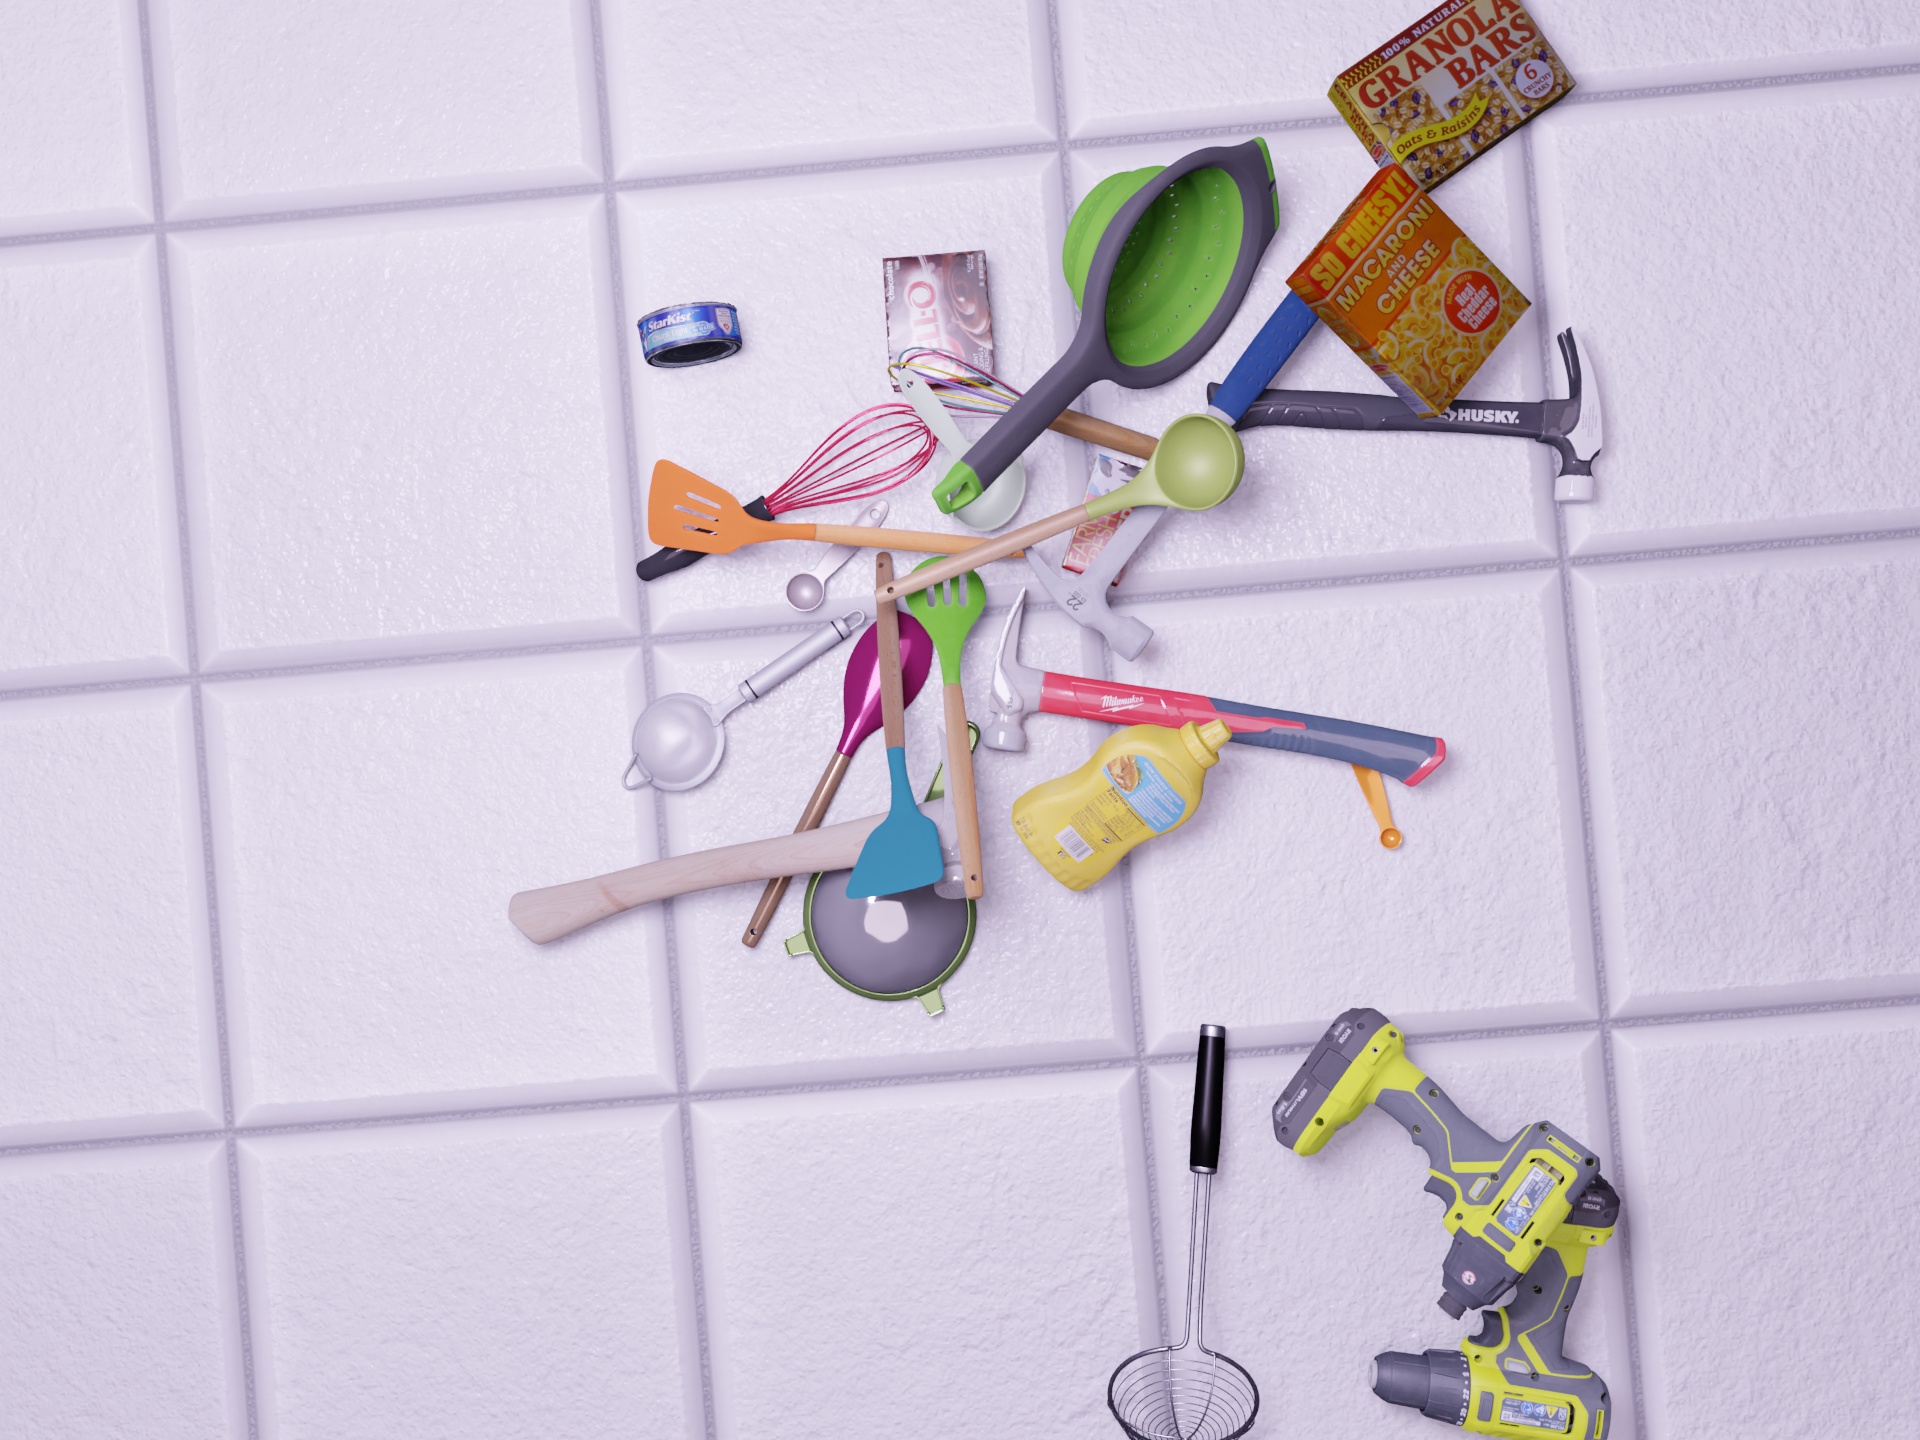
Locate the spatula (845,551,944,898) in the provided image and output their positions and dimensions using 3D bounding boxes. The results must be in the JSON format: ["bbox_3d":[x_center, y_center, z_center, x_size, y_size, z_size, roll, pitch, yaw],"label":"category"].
[{"bbox_3d":[-0.057,-0.004,1.309,0.082,0.044,0.318,-13,65,17],"label":"spatula"}]

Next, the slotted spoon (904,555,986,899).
[{"bbox_3d":[-0.002,-0.004,1.307,0.070,0.031,0.314,-3,66,-7],"label":"slotted spoon"}]

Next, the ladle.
[{"bbox_3d":[0.077,-0.162,1.288,0.320,0.062,0.078,-22,82,4],"label":"ladle"}]

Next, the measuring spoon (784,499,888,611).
[{"bbox_3d":[-0.105,-0.144,1.384,0.034,0.018,0.124,41,84,3],"label":"measuring spoon"}]

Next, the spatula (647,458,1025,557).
[{"bbox_3d":[-0.100,-0.162,1.340,0.322,0.041,0.081,4,125,-13],"label":"spatula"}]

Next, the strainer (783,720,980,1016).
[{"bbox_3d":[-0.041,0.119,1.349,0.151,0.069,0.256,23,91,1],"label":"strainer"}]

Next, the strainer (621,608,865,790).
[{"bbox_3d":[-0.191,-0.022,1.370,0.258,0.050,0.087,-35,74,-3],"label":"strainer"}]

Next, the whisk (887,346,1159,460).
[{"bbox_3d":[0.055,-0.265,1.349,0.245,0.047,0.051,15,51,-14],"label":"whisk"}]

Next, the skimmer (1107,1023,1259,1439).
[{"bbox_3d":[0.200,0.444,1.361,0.127,0.090,0.363,5,79,4],"label":"skimmer"}]

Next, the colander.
[{"bbox_3d":[0.096,-0.329,1.304,0.397,0.204,0.095,-46,58,-9],"label":"colander"}]

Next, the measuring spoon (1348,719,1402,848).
[{"bbox_3d":[0.354,0.055,1.373,0.021,0.011,0.117,-19,85,1],"label":"measuring spoon"}]

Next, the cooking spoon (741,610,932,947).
[{"bbox_3d":[-0.112,0.052,1.376,0.069,0.017,0.319,27,89,3],"label":"cooking spoon"}]

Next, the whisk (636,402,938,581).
[{"bbox_3d":[-0.148,-0.192,1.362,0.296,0.073,0.073,-26,89,6],"label":"whisk"}]

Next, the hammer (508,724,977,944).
[{"bbox_3d":[-0.188,0.113,1.342,0.410,0.038,0.146,-12,61,10],"label":"hammer"}]

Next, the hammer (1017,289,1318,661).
[{"bbox_3d":[0.208,-0.252,1.331,0.144,0.035,0.405,37,90,4],"label":"hammer"}]

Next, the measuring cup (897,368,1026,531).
[{"bbox_3d":[-0.010,-0.231,1.329,0.083,0.038,0.167,-45,123,-7],"label":"measuring cup"}]

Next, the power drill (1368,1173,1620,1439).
[{"bbox_3d":[0.451,0.485,1.333,0.190,0.080,0.228,8,92,6],"label":"power drill"}]

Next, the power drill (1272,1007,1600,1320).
[{"bbox_3d":[0.372,0.354,1.287,0.223,0.080,0.171,36,91,28],"label":"power drill"}]

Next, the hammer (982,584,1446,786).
[{"bbox_3d":[0.219,-0.017,1.357,0.386,0.038,0.143,9,88,3],"label":"hammer"}]

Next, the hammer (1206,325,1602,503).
[{"bbox_3d":[0.378,-0.268,1.362,0.335,0.035,0.146,3,90,1],"label":"hammer"}]
